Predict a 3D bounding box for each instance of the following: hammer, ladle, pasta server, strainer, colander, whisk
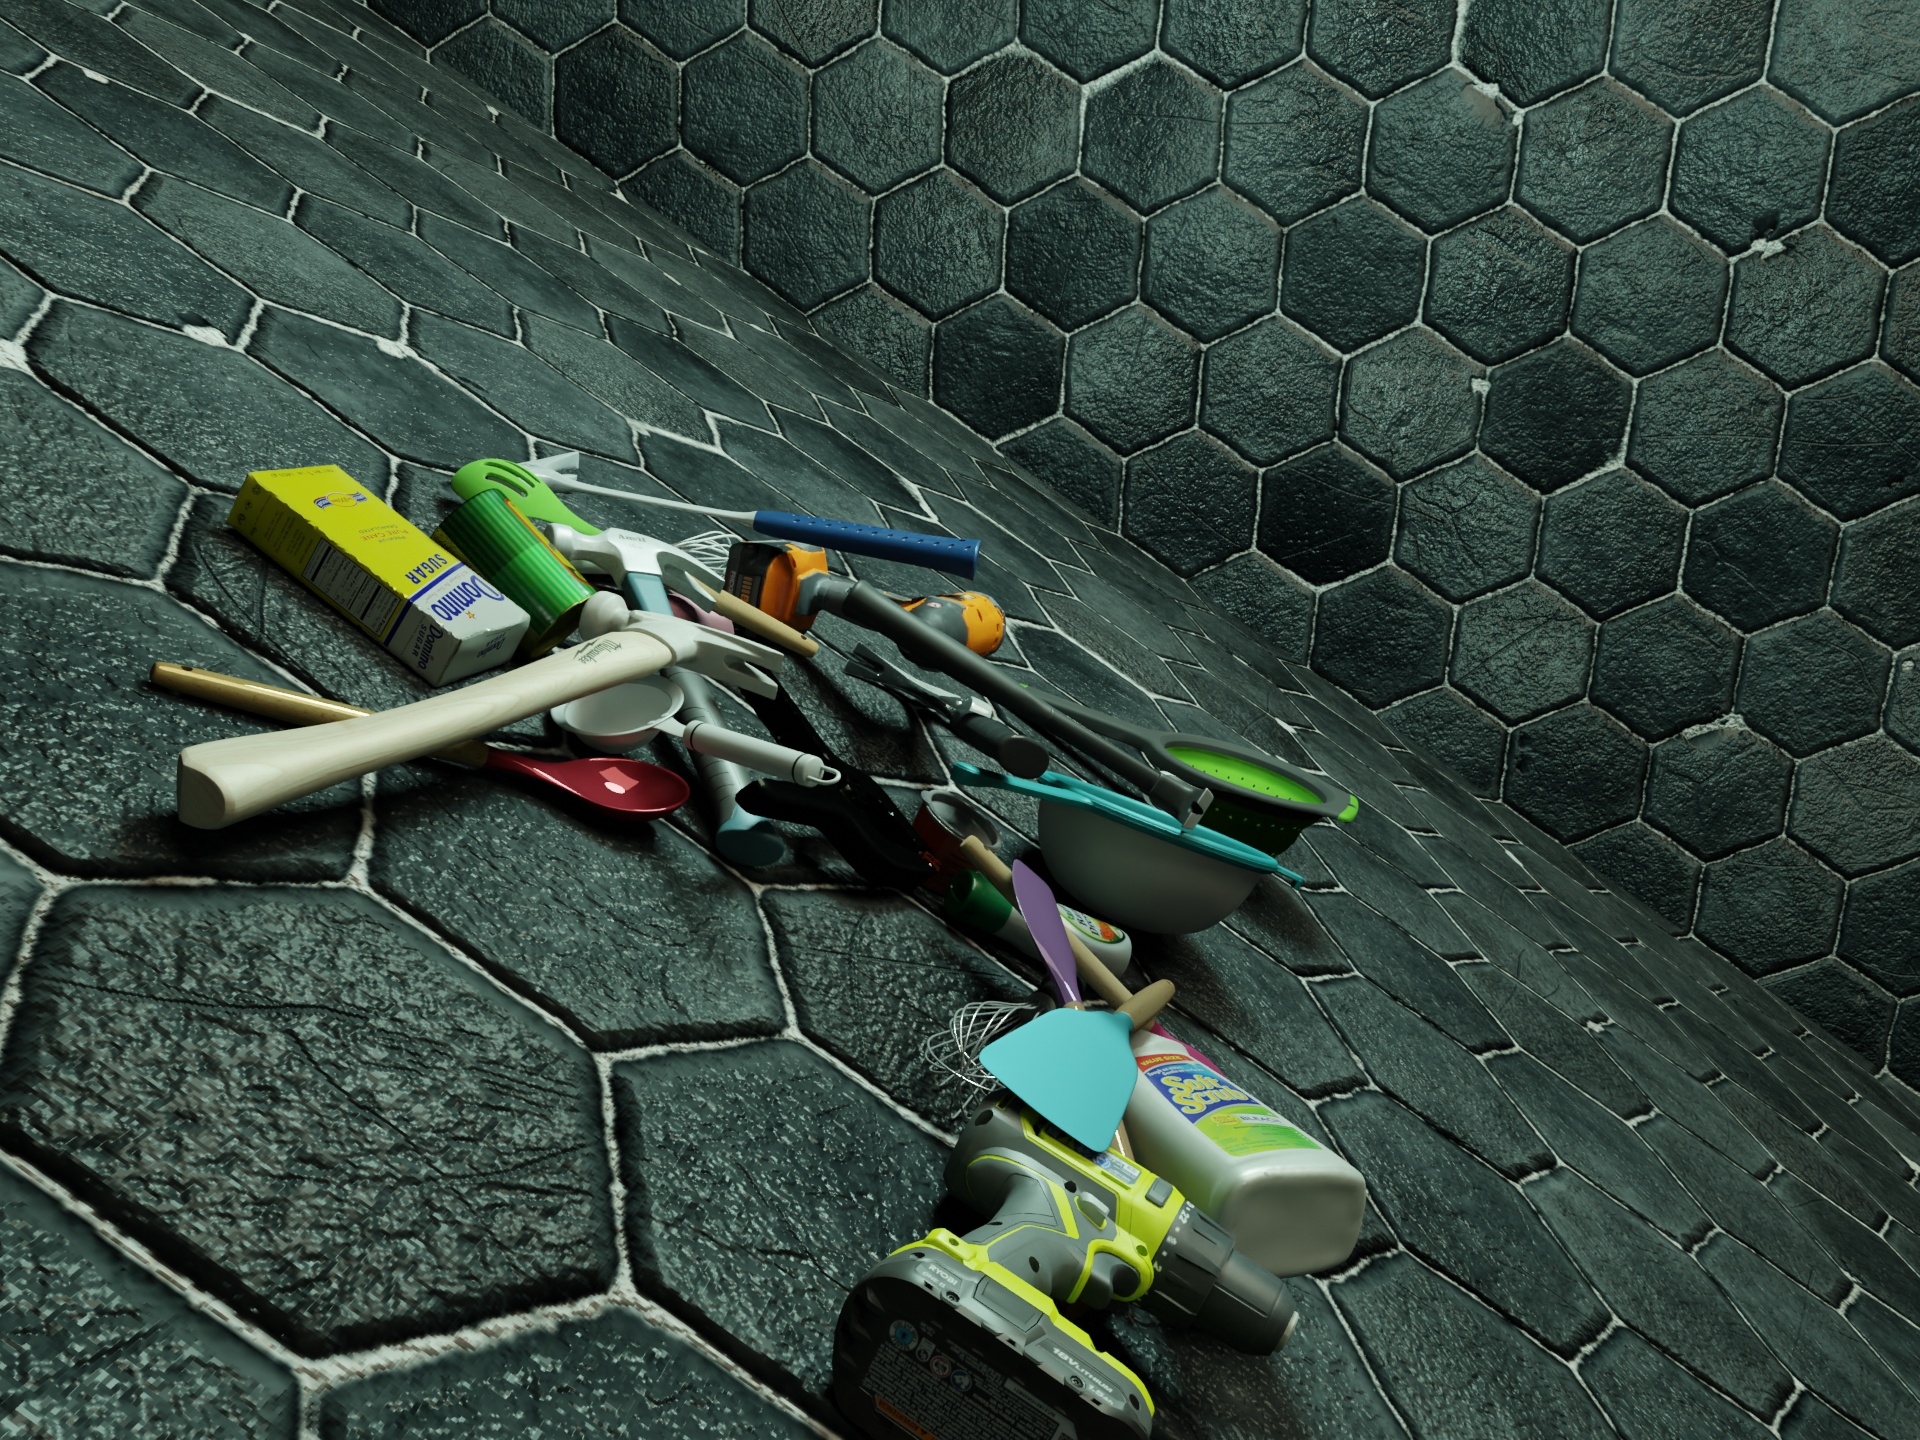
[{"bbox_3d":[0.054,-0.011,1.245,0.334,0.035,0.146,32,1,-11],"label":"hammer"},{"bbox_3d":[-0.184,-0.175,1.360,0.405,0.035,0.144,11,16,2],"label":"hammer"},{"bbox_3d":[-0.298,0.014,0.914,0.315,0.031,0.069,18,16,-38],"label":"ladle"},{"bbox_3d":[-0.290,-0.090,1.210,0.316,0.040,0.060,6,33,-50],"label":"pasta server"},{"bbox_3d":[0.104,0.107,1.273,0.340,0.095,0.211,17,4,-44],"label":"strainer"},{"bbox_3d":[-0.173,0.011,1.009,0.259,0.050,0.087,15,33,37],"label":"strainer"},{"bbox_3d":[0.203,0.063,1.643,0.397,0.094,0.204,20,14,15],"label":"colander"},{"bbox_3d":[-0.265,-0.136,1.337,0.058,0.059,0.246,44,24,21],"label":"whisk"},{"bbox_3d":[-0.002,-0.004,1.314,0.149,0.036,0.409,27,2,-14],"label":"hammer"},{"bbox_3d":[-0.255,-0.007,0.893,0.146,0.038,0.410,18,19,18],"label":"hammer"},{"bbox_3d":[0.041,0.195,1.023,0.070,0.070,0.284,39,12,12],"label":"whisk"},{"bbox_3d":[-0.197,-0.026,1.124,0.128,0.033,0.331,4,40,-36],"label":"hammer"}]

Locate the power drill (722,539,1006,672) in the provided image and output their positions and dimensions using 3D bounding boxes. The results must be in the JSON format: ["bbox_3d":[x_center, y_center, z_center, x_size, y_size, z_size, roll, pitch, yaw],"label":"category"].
[{"bbox_3d":[-0.089,-0.096,1.369,0.226,0.084,0.164,15,12,17],"label":"power drill"}]

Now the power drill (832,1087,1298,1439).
[{"bbox_3d":[0.056,0.275,0.751,0.191,0.080,0.228,29,17,15],"label":"power drill"}]

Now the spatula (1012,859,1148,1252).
[{"bbox_3d":[0.074,0.197,0.985,0.059,0.018,0.316,42,19,-34],"label":"spatula"}]

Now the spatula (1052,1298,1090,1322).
[{"bbox_3d":[0.121,0.303,0.935,0.081,0.041,0.322,42,23,23],"label":"spatula"}]

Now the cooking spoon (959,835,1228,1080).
[{"bbox_3d":[0.113,0.197,1.114,0.319,0.017,0.069,46,16,-5],"label":"cooking spoon"}]

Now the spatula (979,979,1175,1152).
[{"bbox_3d":[0.095,0.190,0.970,0.082,0.044,0.317,35,7,15],"label":"spatula"}]

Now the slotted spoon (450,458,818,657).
[{"bbox_3d":[-0.253,-0.128,1.259,0.313,0.031,0.070,28,32,-8],"label":"slotted spoon"}]
